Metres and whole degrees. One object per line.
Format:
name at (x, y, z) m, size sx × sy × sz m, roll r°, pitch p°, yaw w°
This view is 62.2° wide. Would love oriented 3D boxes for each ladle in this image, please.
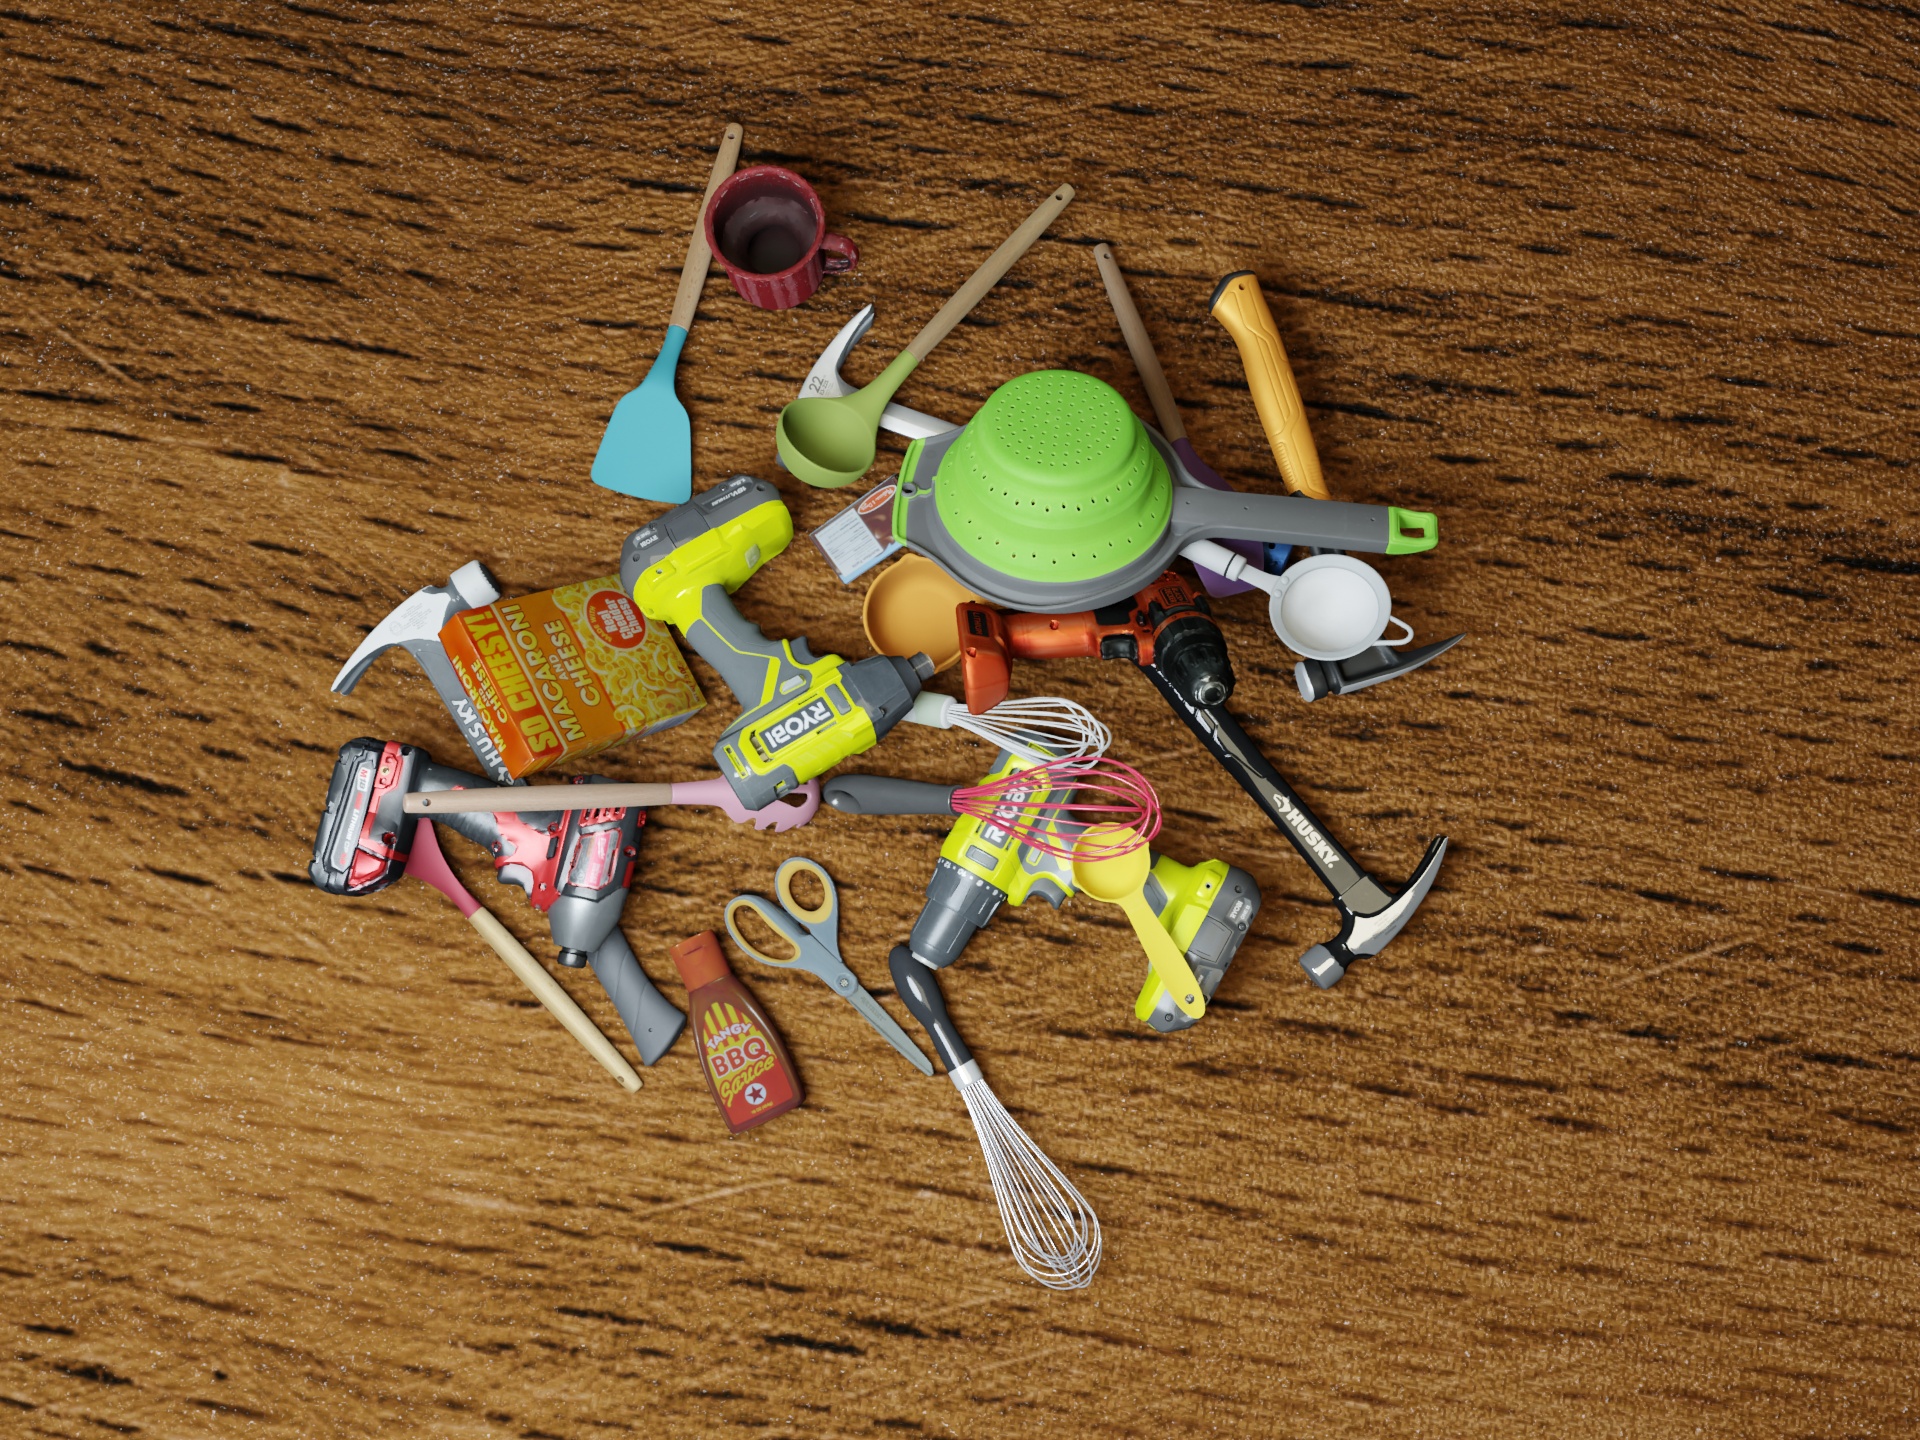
ladle at (-0.353, 0.167, 1.217) m, size 0.315 × 0.031 × 0.069 m, roll 47°, pitch 119°, yaw 2°
ladle at (-0.020, -0.303, 1.222) m, size 0.078 × 0.062 × 0.320 m, roll 42°, pitch 83°, yaw 2°

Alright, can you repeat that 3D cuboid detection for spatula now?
spatula at (0.164, -0.240, 1.243) m, size 0.060 × 0.018 × 0.316 m, roll -16°, pitch 73°, yaw -11°
spatula at (-0.221, -0.334, 1.282) m, size 0.082 × 0.044 × 0.317 m, roll 13°, pitch 79°, yaw 3°

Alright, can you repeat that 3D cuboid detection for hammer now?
hammer at (0.068, -0.204, 1.255) m, size 0.405 × 0.035 × 0.144 m, roll 19°, pitch 84°, yaw 3°
hammer at (-0.333, 0.083, 1.227) m, size 0.149 × 0.036 × 0.409 m, roll -32°, pitch 84°, yaw -2°
hammer at (0.270, -0.190, 1.218) m, size 0.127 × 0.034 × 0.337 m, roll -17°, pitch 82°, yaw -2°
hammer at (0.227, 0.033, 1.227) m, size 0.146 × 0.035 × 0.335 m, roll -39°, pitch 84°, yaw -3°

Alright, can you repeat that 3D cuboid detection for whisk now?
whisk at (0.020, 0.294, 1.191) m, size 0.070 × 0.070 × 0.285 m, roll -30°, pitch 79°, yaw -3°
whisk at (0.014, 0.060, 1.150) m, size 0.296 × 0.073 × 0.073 m, roll 2°, pitch 82°, yaw 36°
whisk at (-0.002, -0.004, 1.189) m, size 0.246 × 0.059 × 0.057 m, roll 11°, pitch 126°, yaw 27°

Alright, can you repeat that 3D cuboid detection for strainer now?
strainer at (0.211, -0.110, 1.176) m, size 0.258 × 0.050 × 0.087 m, roll 29°, pitch 74°, yaw 15°

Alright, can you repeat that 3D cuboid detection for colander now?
colander at (0.149, -0.176, 1.141) m, size 0.397 × 0.094 × 0.205 m, roll 6°, pitch 56°, yaw 4°

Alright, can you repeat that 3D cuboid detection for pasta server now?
pasta server at (-0.239, 0.055, 1.148) m, size 0.316 × 0.040 × 0.060 m, roll -1°, pitch 82°, yaw -30°

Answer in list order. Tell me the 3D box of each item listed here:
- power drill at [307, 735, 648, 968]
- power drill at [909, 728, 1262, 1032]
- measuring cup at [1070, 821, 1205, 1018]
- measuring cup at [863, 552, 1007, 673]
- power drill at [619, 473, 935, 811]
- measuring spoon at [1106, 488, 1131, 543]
power drill at (-0.349, 0.095, 1.167) m, size 0.219 × 0.078 × 0.143 m, roll 12°, pitch 81°, yaw -5°
power drill at (0.090, 0.139, 1.195) m, size 0.228 × 0.080 × 0.190 m, roll 29°, pitch 83°, yaw 7°
measuring cup at (0.131, 0.144, 1.145) m, size 0.062 × 0.029 × 0.156 m, roll -30°, pitch 90°, yaw -2°
measuring cup at (0.011, -0.087, 1.235) m, size 0.173 × 0.052 × 0.095 m, roll -12°, pitch 83°, yaw -3°
power drill at (-0.139, -0.065, 1.181) m, size 0.171 × 0.080 × 0.223 m, roll -31°, pitch 71°, yaw -10°
measuring spoon at (0.140, -0.135, 1.233) m, size 0.021 × 0.011 × 0.116 m, roll -13°, pitch 120°, yaw 29°
